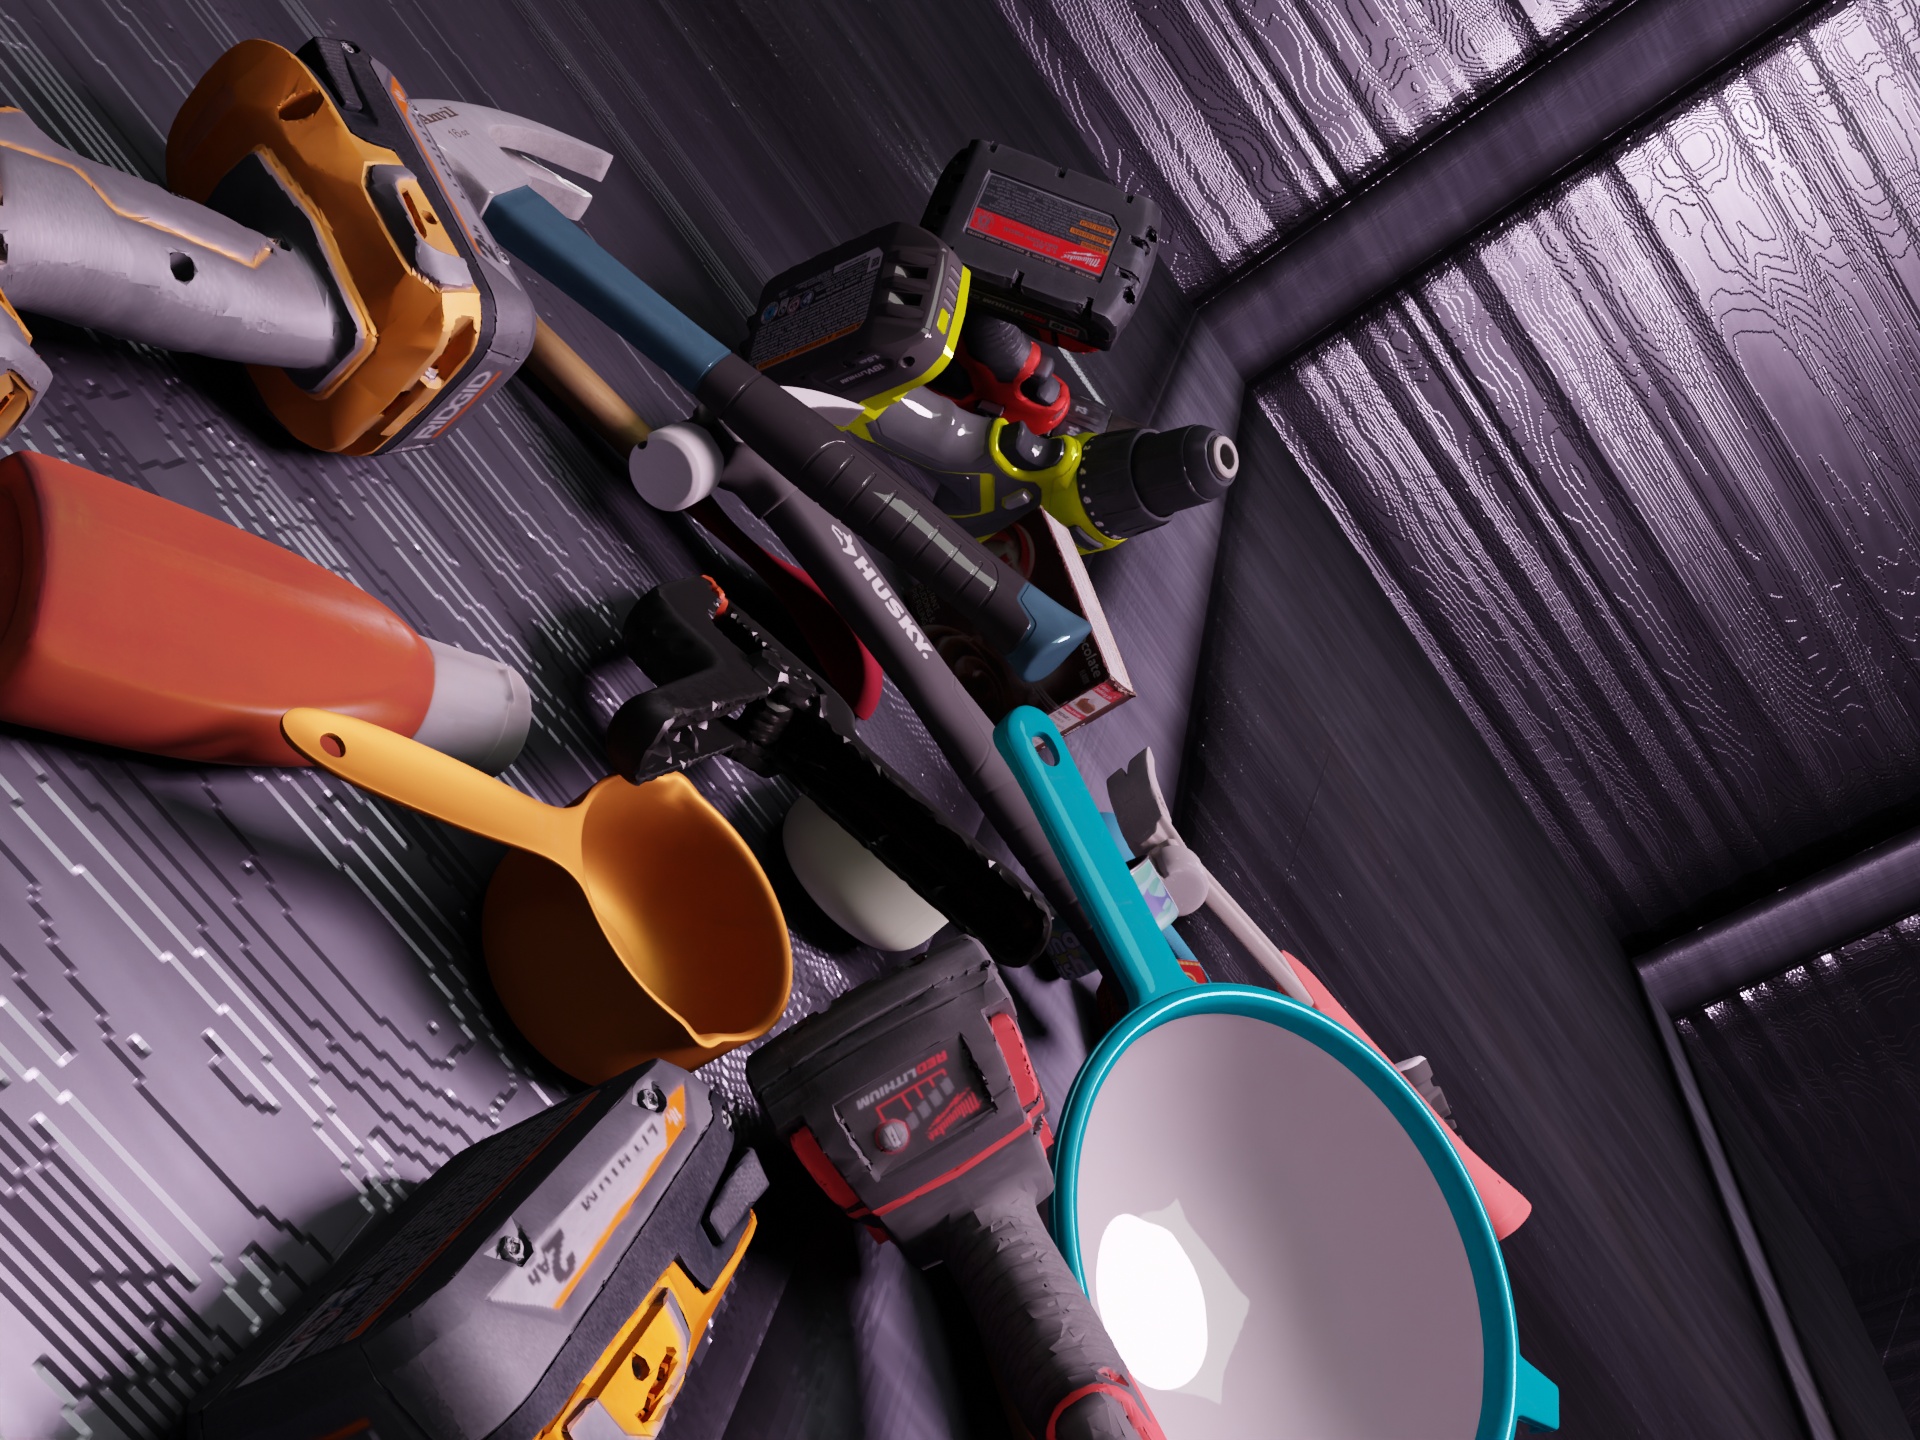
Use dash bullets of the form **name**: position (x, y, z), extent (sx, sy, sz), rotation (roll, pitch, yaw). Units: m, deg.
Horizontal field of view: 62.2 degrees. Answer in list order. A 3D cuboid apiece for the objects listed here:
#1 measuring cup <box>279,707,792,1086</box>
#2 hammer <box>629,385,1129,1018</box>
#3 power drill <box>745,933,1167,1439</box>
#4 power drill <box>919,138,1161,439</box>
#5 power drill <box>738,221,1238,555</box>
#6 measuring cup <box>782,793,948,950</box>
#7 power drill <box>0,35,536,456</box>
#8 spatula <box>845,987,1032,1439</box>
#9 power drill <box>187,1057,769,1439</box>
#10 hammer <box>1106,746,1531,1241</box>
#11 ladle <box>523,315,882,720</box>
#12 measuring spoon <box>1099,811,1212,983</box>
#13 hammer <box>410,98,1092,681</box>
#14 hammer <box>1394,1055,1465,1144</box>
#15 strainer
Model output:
- **measuring cup**: position (-0.123, 0.047, 0.440), extent (0.173, 0.052, 0.095), rotation (34, 32, -42)
- **hammer**: position (-0.001, -0.002, 0.691), extent (0.334, 0.035, 0.146), rotation (53, 29, -6)
- **power drill**: position (0.027, 0.177, 0.437), extent (0.220, 0.078, 0.143), rotation (57, -8, 31)
- **power drill**: position (0.051, -0.206, 0.899), extent (0.188, 0.080, 0.226), rotation (21, -18, 1)
- **power drill**: position (0.015, -0.156, 0.833), extent (0.228, 0.190, 0.080), rotation (30, 63, -40)
- **measuring cup**: position (-0.054, 0.028, 0.646), extent (0.083, 0.038, 0.168), rotation (34, 15, -46)
- **power drill**: position (-0.242, -0.153, 0.424), extent (0.185, 0.084, 0.226), rotation (58, 26, 6)
- **spatula**: position (0.020, 0.218, 0.517), extent (0.059, 0.018, 0.316), rotation (27, 29, -47)
- **power drill**: position (-0.049, 0.197, 0.360), extent (0.226, 0.084, 0.164), rotation (60, 21, -6)
- **hammer**: position (0.208, 0.169, 0.900), extent (0.358, 0.036, 0.149), rotation (47, 13, -18)
- **ladle**: position (-0.133, -0.113, 0.666), extent (0.315, 0.031, 0.069), rotation (45, 13, -25)
- **measuring spoon**: position (0.115, 0.103, 0.905), extent (0.128, 0.021, 0.042), rotation (54, 22, -3)
- **hammer**: position (-0.086, -0.125, 0.617), extent (0.331, 0.033, 0.128), rotation (38, 33, -5)
- **hammer**: position (0.255, 0.289, 0.933), extent (0.336, 0.034, 0.127), rotation (1, 63, -63)
- **strainer**: position (0.074, 0.160, 0.621), extent (0.211, 0.095, 0.341), rotation (-10, 65, -39)
